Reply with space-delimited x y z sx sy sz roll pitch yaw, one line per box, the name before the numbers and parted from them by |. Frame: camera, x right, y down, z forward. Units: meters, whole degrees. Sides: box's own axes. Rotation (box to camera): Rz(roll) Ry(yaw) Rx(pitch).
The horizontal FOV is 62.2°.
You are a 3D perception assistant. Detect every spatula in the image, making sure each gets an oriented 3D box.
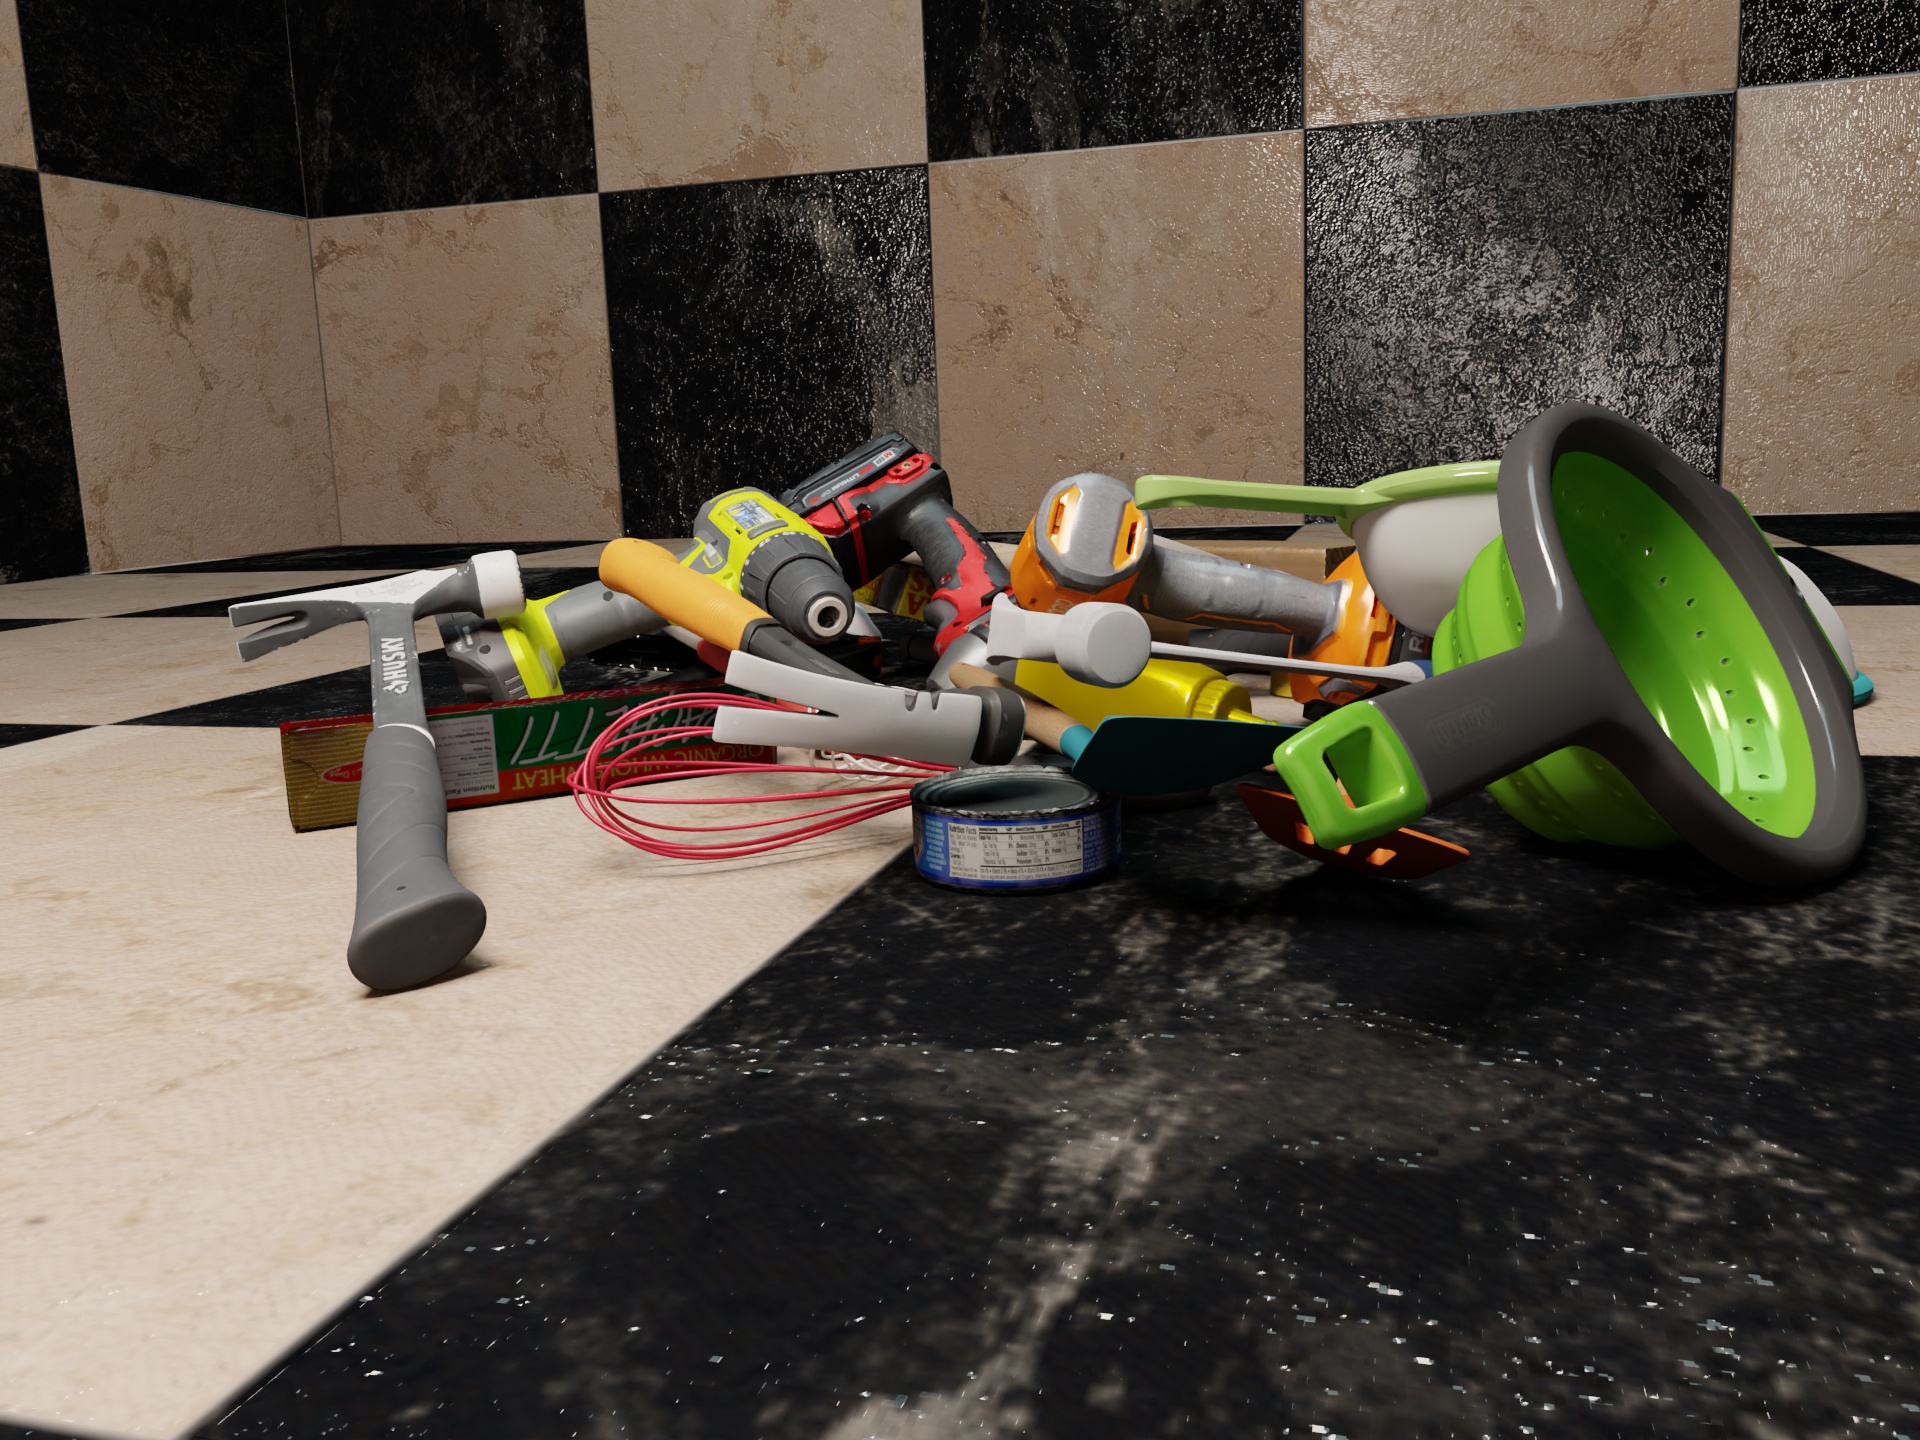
spatula | 0.044 -0.006 0.675 0.082 0.044 0.318 4 9 -17
spatula | 0.173 0.026 0.688 0.081 0.041 0.322 17 13 14

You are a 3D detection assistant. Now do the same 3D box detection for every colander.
colander | 0.203 -0.002 0.577 0.397 0.204 0.094 -15 -16 -45

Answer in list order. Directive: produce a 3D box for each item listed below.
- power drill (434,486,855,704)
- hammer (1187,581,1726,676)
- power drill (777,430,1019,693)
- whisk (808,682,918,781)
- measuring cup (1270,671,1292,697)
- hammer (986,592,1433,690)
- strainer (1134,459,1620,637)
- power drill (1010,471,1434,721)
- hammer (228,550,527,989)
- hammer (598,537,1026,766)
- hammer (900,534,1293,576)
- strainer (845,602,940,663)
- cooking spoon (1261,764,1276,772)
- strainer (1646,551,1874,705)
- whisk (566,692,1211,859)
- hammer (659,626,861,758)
power drill | -0.180 -0.059 0.935 0.228 0.080 0.191 -23 28 -14
hammer | 0.292 -0.065 0.959 0.335 0.035 0.146 -8 35 32
power drill | -0.018 -0.086 1.035 0.143 0.078 0.220 -35 55 -20
whisk | -0.001 -0.003 0.882 0.058 0.059 0.246 45 27 21
measuring cup | 0.272 -0.040 1.066 0.156 0.029 0.062 -12 14 -33
hammer | 0.201 -0.023 0.763 0.405 0.035 0.144 5 4 -24
strainer | 0.204 -0.075 0.746 0.256 0.069 0.151 2 -6 -13
power drill | 0.139 -0.064 0.890 0.226 0.084 0.164 15 -11 -4
hammer | -0.251 0.003 0.696 0.149 0.036 0.409 -11 24 -16
hammer | -0.109 -0.043 0.732 0.127 0.034 0.337 7 12 -32
hammer | 0.045 -0.118 1.174 0.146 0.038 0.411 11 1 -42
strainer | -0.041 -0.058 1.205 0.259 0.050 0.086 13 -8 37
cooking spoon | 0.138 -0.009 0.951 0.068 0.017 0.319 14 8 -9
strainer | 0.487 -0.076 1.036 0.211 0.095 0.340 5 14 38
whisk | -0.022 0.025 0.702 0.295 0.073 0.073 1 8 -19
hammer | -0.135 -0.043 1.024 0.149 0.036 0.359 -12 21 -29
